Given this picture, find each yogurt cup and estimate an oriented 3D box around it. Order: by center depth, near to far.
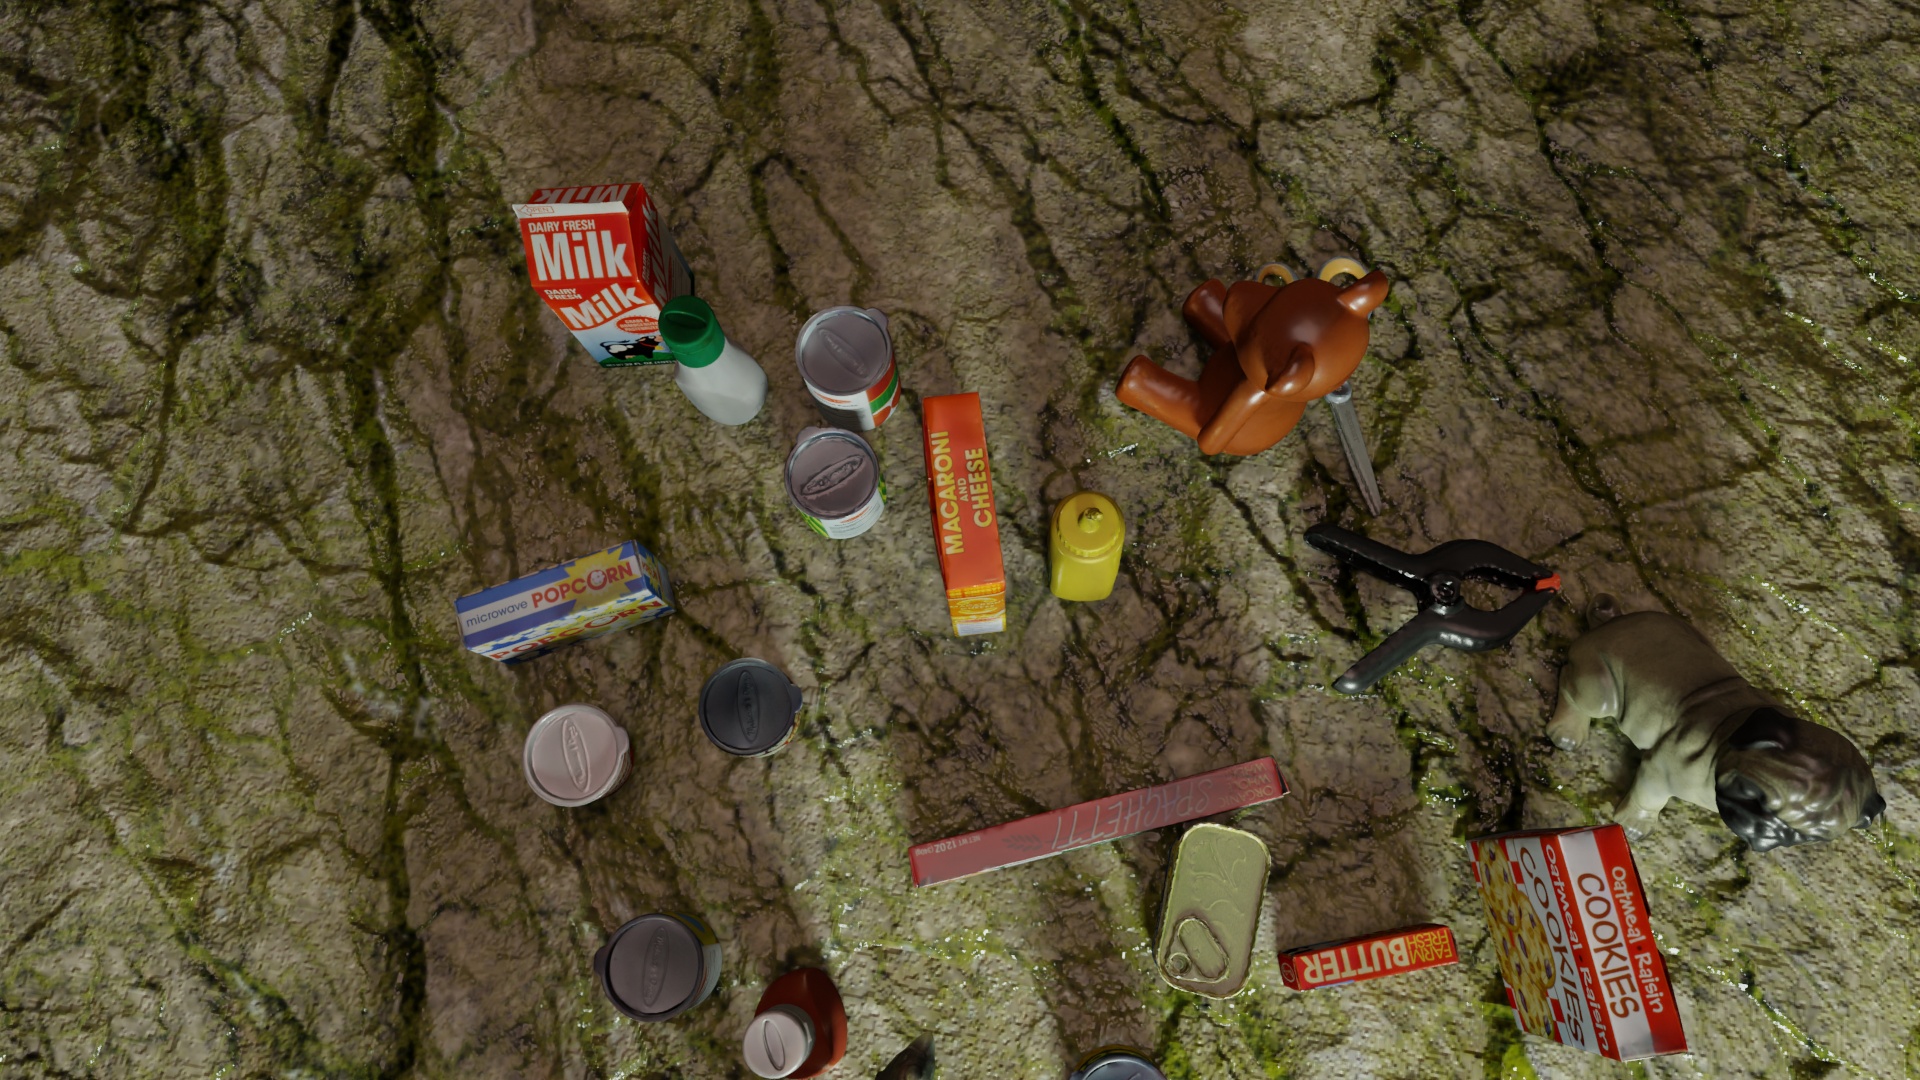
[{"bbox_3d":[-0.254,0.146,0.937,0.072,0.054,0.072,-1,76,2],"label":"yogurt cup"}]

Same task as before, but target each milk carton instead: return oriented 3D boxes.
[{"bbox_3d":[-0.239,-0.186,0.950,0.072,0.190,0.073,-3,76,2],"label":"milk carton"}]

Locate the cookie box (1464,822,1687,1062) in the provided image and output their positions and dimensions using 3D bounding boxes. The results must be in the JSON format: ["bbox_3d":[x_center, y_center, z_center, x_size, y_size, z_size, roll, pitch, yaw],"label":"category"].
[{"bbox_3d":[0.363,0.235,0.832,0.040,0.167,0.123,-11,76,0],"label":"cookie box"}]

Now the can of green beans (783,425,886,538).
[{"bbox_3d":[-0.087,-0.039,0.975,0.071,0.057,0.071,-1,76,2],"label":"can of green beans"}]

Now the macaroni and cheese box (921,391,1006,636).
[{"bbox_3d":[0.003,-0.011,0.909,0.040,0.166,0.124,-8,76,1],"label":"macaroni and cheese box"}]

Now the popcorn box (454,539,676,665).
[{"bbox_3d":[-0.267,0.044,0.947,0.127,0.085,0.038,-19,76,-2],"label":"popcorn box"}]

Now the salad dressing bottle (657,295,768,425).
[{"bbox_3d":[-0.171,-0.122,0.953,0.064,0.147,0.044,15,78,6],"label":"salad dressing bottle"}]

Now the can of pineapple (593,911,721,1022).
[{"bbox_3d":[-0.194,0.274,0.901,0.071,0.057,0.071,-1,76,2],"label":"can of pineapple"}]

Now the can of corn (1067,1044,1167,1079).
[{"bbox_3d":[0.098,0.352,0.869,0.071,0.058,0.071,-1,76,2],"label":"can of corn"}]

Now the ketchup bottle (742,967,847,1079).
[{"bbox_3d":[-0.100,0.297,0.844,0.043,0.148,0.065,-19,76,-2],"label":"ketchup bottle"}]

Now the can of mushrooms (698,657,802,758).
[{"bbox_3d":[-0.141,0.115,0.951,0.071,0.033,0.071,-1,76,2],"label":"can of mushrooms"}]

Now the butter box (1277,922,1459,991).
[{"bbox_3d":[0.259,0.266,0.887,0.103,0.053,0.024,-11,76,0],"label":"butter box"}]

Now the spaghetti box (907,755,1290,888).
[{"bbox_3d":[0.090,0.186,0.916,0.250,0.050,0.029,-14,76,-1],"label":"spaghetti box"}]

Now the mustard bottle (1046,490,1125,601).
[{"bbox_3d":[0.081,-0.002,0.906,0.049,0.160,0.065,2,77,3],"label":"mustard bottle"}]

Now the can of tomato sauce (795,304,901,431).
[{"bbox_3d":[-0.077,-0.122,0.982,0.071,0.083,0.071,-1,76,2],"label":"can of tomato sauce"}]
